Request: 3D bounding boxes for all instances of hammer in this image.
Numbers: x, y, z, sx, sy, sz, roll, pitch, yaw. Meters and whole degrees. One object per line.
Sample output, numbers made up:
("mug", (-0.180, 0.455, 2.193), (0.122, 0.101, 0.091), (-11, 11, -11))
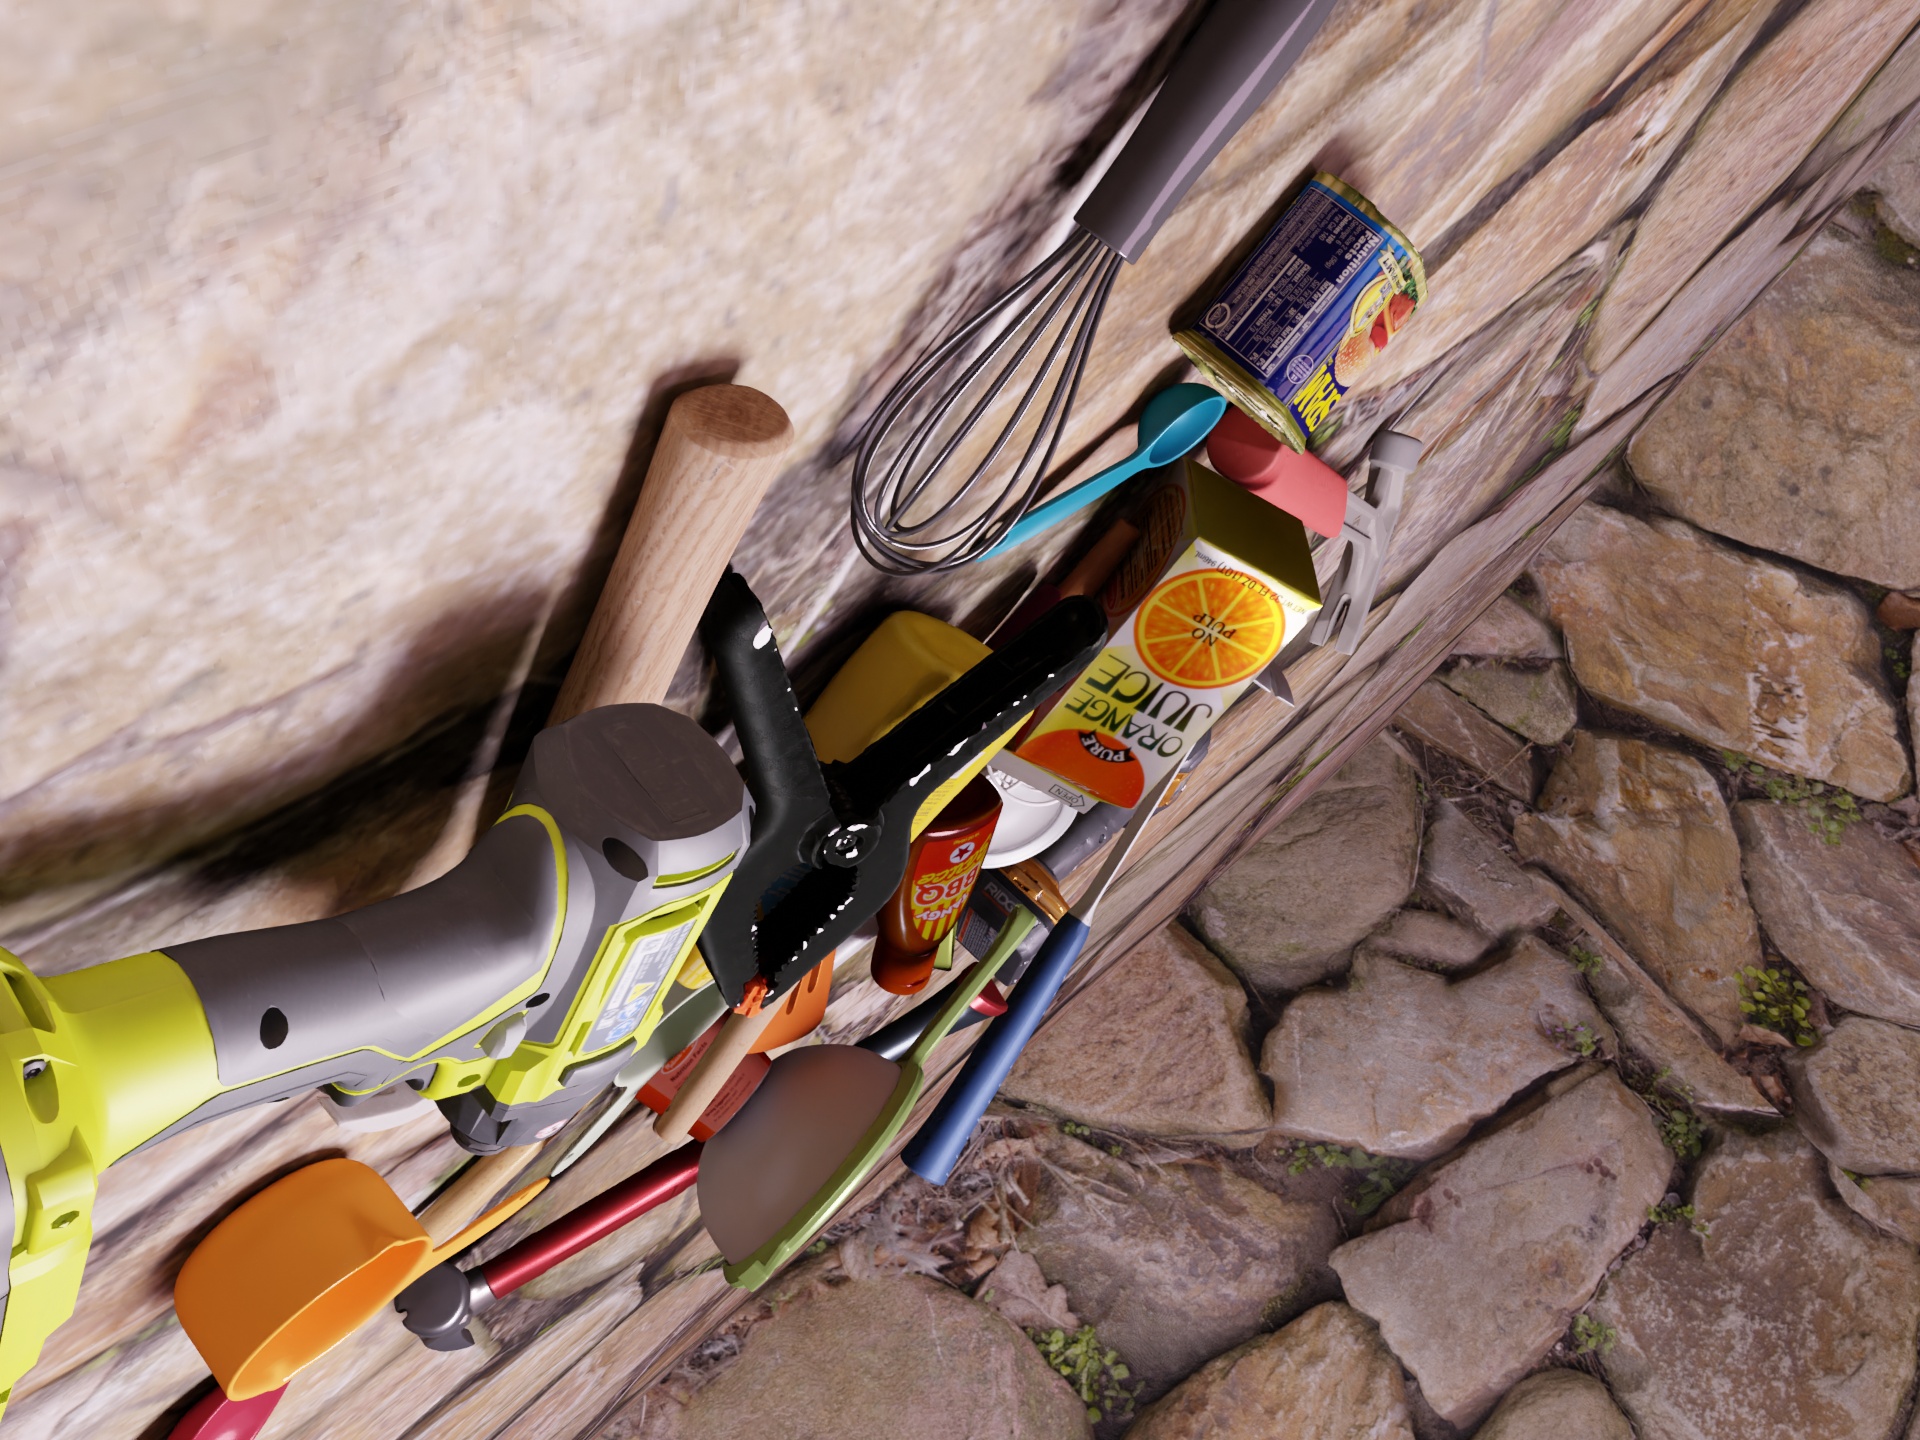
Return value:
("hammer", (0.203, -0.118, 0.911), (0.359, 0.037, 0.149), (0, 109, -66))
("hammer", (-0.142, 0.258, 0.959), (0.386, 0.038, 0.143), (-27, 162, -19))
("hammer", (-0.129, 0.031, 0.499), (0.130, 0.031, 0.331), (-29, 159, -48))
("hammer", (0.083, 0.120, 1.030), (0.405, 0.035, 0.144), (-58, -165, -1))

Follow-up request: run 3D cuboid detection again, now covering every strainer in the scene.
("strainer", (-0.026, 0.093, 0.948), (0.258, 0.050, 0.086), (-39, 135, 6))
("strainer", (-0.060, 0.185, 0.867), (0.256, 0.069, 0.151), (-49, -177, -16))

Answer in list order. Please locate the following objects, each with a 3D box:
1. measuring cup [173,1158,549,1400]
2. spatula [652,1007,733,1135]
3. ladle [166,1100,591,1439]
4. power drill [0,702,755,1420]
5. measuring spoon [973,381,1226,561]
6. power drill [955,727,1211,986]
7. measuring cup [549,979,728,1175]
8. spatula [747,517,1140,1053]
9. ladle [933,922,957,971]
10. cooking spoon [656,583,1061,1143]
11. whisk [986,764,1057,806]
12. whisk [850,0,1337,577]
("measuring cup", (-0.240, 0.207, 0.654), (0.095, 0.052, 0.173), (-50, 167, 21))
("spatula", (-0.116, 0.150, 0.900), (0.060, 0.018, 0.315), (-28, 158, -50))
("ladle", (-0.263, 0.254, 0.771), (0.315, 0.031, 0.069), (-43, 165, -12))
("power drill", (-0.168, 0.089, 0.395), (0.223, 0.080, 0.171), (-17, 148, -47))
("measuring spoon", (0.053, -0.105, 0.660), (0.128, 0.021, 0.042), (-32, 164, -11))
("power drill", (0.088, 0.091, 1.186), (0.226, 0.084, 0.185), (-44, 168, -19))
("measuring cup", (-0.165, 0.159, 0.755), (0.167, 0.038, 0.083), (-50, 165, 29))
("spatula", (-0.012, 0.035, 0.778), (0.322, 0.041, 0.081), (-51, 158, 16))
("ladle", (0.077, 0.032, 1.028), (0.320, 0.062, 0.078), (-44, 169, -10))
("cooking spoon", (-0.048, 0.069, 0.738), (0.319, 0.017, 0.069), (-54, -163, 6))
("whisk", (0.104, -0.044, 0.904), (0.246, 0.059, 0.058), (-45, 179, -17))
("whisk", (0.044, -0.140, 0.463), (0.239, 0.055, 0.055), (-53, 164, 15))
